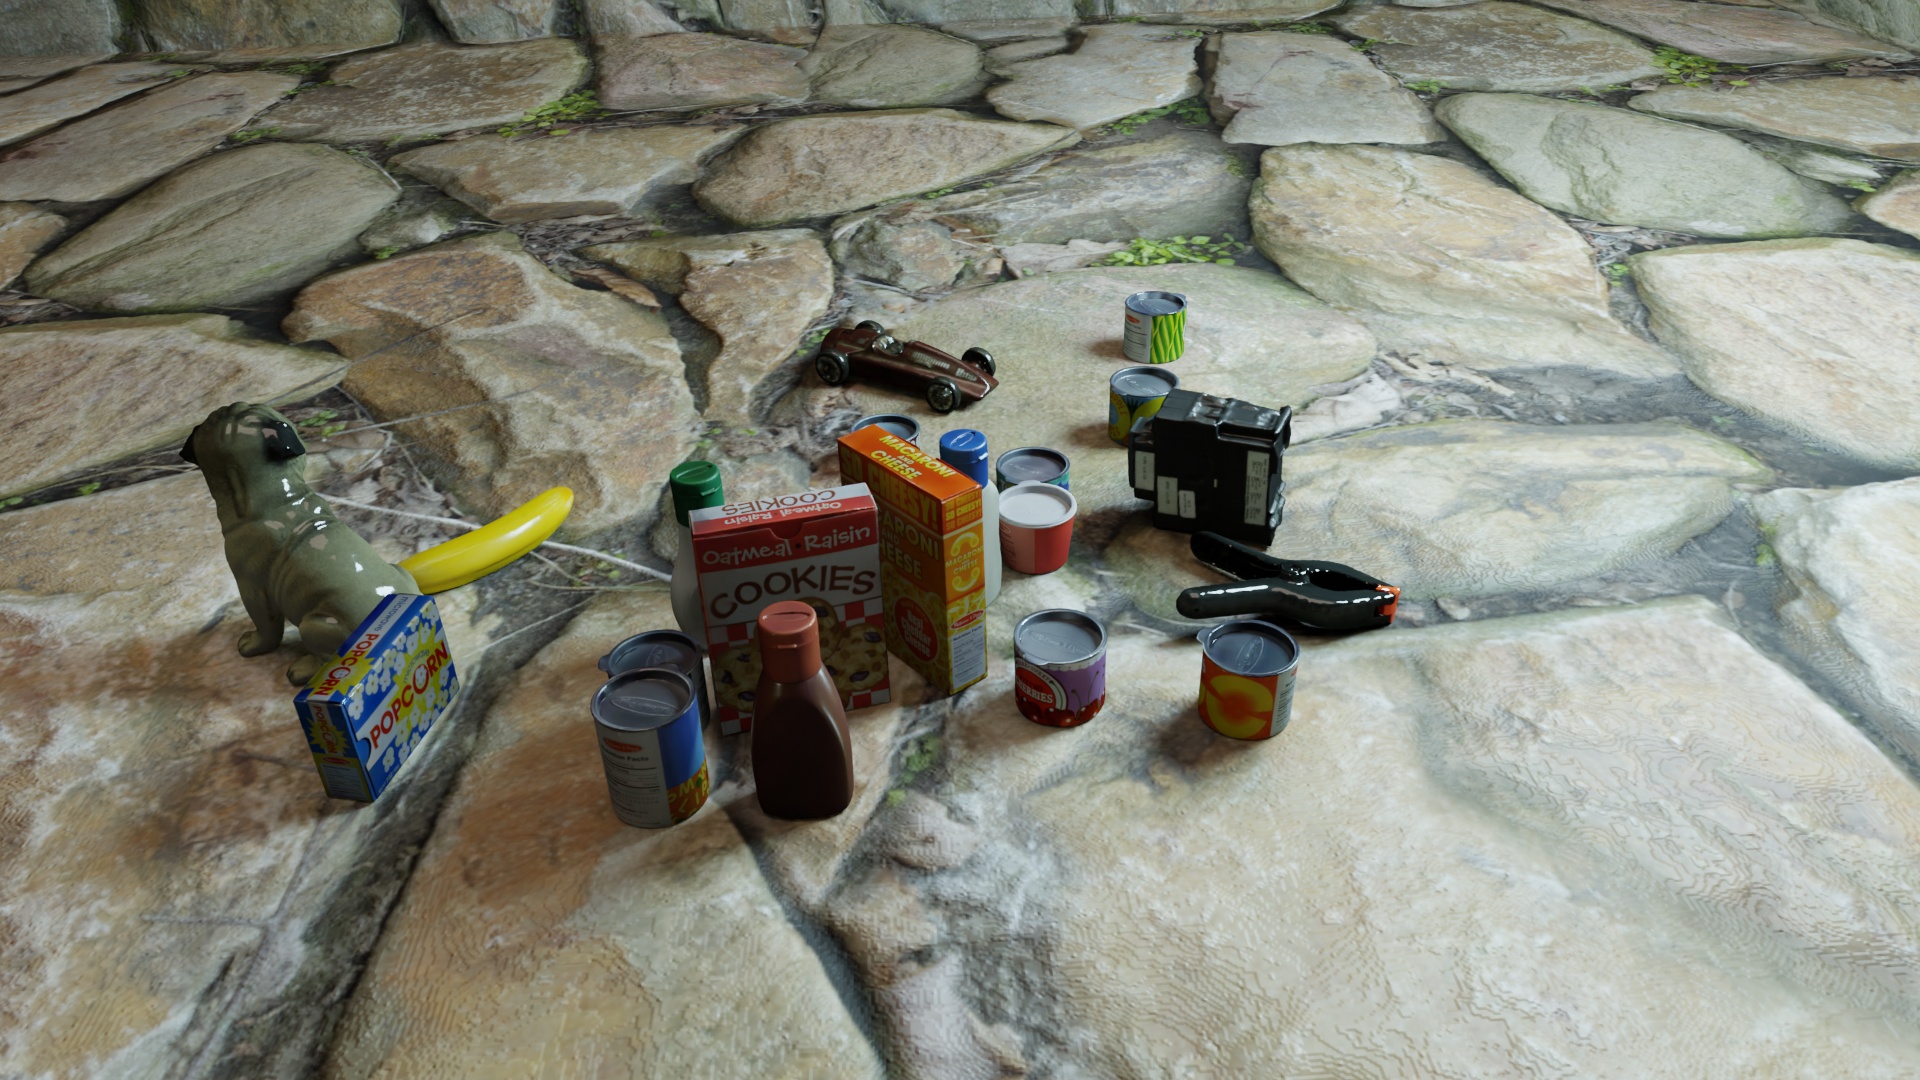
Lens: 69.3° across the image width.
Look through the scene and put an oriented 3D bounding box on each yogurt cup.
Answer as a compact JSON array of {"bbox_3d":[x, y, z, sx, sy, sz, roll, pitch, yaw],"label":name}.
[{"bbox_3d":[0.062,-0.008,1.150,0.072,0.053,0.073,-1,32,1],"label":"yogurt cup"}]

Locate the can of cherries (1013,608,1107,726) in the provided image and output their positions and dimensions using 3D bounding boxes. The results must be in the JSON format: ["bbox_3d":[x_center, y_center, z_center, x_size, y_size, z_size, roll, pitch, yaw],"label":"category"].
[{"bbox_3d":[0.069,0.091,0.986,0.071,0.058,0.072,-1,32,1],"label":"can of cherries"}]

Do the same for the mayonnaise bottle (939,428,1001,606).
[{"bbox_3d":[0.004,-0.013,1.072,0.041,0.147,0.065,19,38,30],"label":"mayonnaise bottle"}]

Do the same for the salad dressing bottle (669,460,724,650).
[{"bbox_3d":[-0.189,0.012,1.041,0.064,0.146,0.044,-22,37,-30],"label":"salad dressing bottle"}]

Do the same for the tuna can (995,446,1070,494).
[{"bbox_3d":[0.063,-0.054,1.242,0.071,0.032,0.071,-1,32,1],"label":"tuna can"}]

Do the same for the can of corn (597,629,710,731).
[{"bbox_3d":[-0.214,0.105,0.977,0.071,0.058,0.071,-1,32,1],"label":"can of corn"}]

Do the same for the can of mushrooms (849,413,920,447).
[{"bbox_3d":[-0.072,-0.090,1.305,0.071,0.033,0.071,-1,32,1],"label":"can of mushrooms"}]

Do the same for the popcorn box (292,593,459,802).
[{"bbox_3d":[-0.399,0.106,0.959,0.038,0.084,0.127,4,32,8],"label":"popcorn box"}]

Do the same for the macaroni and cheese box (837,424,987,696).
[{"bbox_3d":[-0.034,0.013,1.015,0.040,0.165,0.124,-25,39,-32],"label":"macaroni and cheese box"}]

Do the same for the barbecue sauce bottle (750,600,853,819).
[{"bbox_3d":[-0.104,0.109,0.881,0.065,0.147,0.044,-3,32,-2],"label":"barbecue sauce bottle"}]

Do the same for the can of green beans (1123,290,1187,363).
[{"bbox_3d":[0.209,-0.229,1.492,0.071,0.057,0.071,-1,32,1],"label":"can of green beans"}]

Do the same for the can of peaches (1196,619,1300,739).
[{"bbox_3d":[0.199,0.097,0.972,0.071,0.057,0.071,-1,32,1],"label":"can of peaches"}]

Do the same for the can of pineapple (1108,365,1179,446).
[{"bbox_3d":[0.173,-0.127,1.331,0.071,0.057,0.071,-1,32,1],"label":"can of pineapple"}]

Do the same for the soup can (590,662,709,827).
[{"bbox_3d":[-0.200,0.133,0.907,0.071,0.083,0.072,-1,32,1],"label":"soup can"}]

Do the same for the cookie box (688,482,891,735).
[{"bbox_3d":[-0.115,0.049,0.960,0.123,0.166,0.040,-10,33,-13],"label":"cookie box"}]
